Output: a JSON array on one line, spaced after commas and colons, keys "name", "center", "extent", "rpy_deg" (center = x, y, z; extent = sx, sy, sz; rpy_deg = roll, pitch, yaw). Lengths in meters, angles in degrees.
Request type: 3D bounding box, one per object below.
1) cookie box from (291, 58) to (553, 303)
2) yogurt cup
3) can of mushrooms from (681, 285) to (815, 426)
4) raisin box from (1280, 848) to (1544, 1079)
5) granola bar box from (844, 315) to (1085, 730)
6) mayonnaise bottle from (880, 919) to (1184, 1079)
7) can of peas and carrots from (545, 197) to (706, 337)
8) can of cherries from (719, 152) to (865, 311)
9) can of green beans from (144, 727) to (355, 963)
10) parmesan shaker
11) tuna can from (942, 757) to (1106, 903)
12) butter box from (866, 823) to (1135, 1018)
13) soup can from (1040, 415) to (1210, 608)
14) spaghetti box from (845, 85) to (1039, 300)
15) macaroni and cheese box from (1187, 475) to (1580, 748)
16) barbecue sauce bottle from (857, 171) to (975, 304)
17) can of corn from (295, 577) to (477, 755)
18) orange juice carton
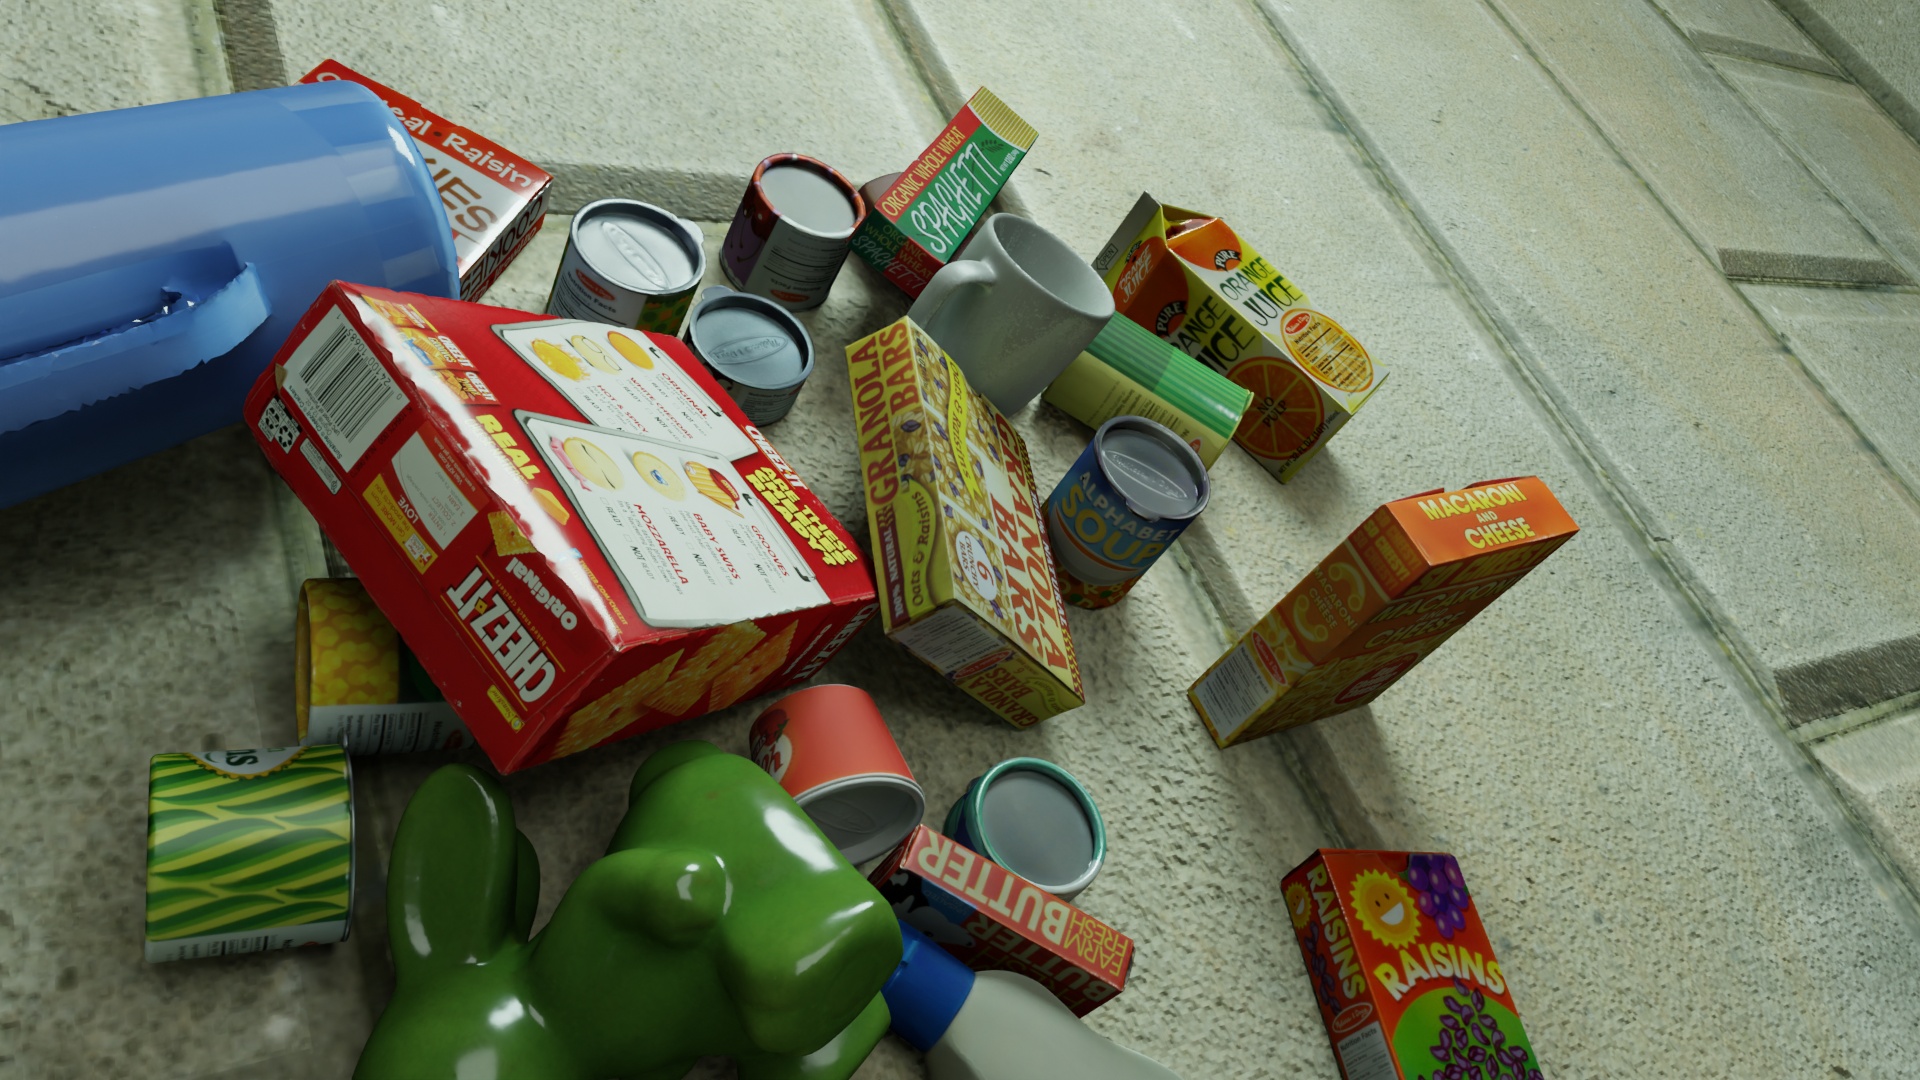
[{"name": "cookie box", "center": [-0.284, -0.146, 0.647], "extent": [0.123, 0.040, 0.168], "rpy_deg": [27, 45, -8]}, {"name": "yogurt cup", "center": [-0.054, 0.096, 0.567], "extent": [0.072, 0.072, 0.054], "rpy_deg": [2, 45, -29]}, {"name": "can of mushrooms", "center": [-0.112, -0.094, 0.711], "extent": [0.071, 0.033, 0.071], "rpy_deg": [16, 48, -18]}, {"name": "raisin box", "center": [0.209, 0.208, 0.645], "extent": [0.086, 0.039, 0.124], "rpy_deg": [7, 50, -25]}, {"name": "granola bar box", "center": [0.002, -0.008, 0.659], "extent": [0.124, 0.039, 0.166], "rpy_deg": [42, 30, -48]}, {"name": "mayonnaise bottle", "center": [0.025, 0.205, 0.538], "extent": [0.148, 0.041, 0.065], "rpy_deg": [36, 43, 2]}, {"name": "can of peas and carrots", "center": [-0.165, -0.127, 0.688], "extent": [0.071, 0.058, 0.071], "rpy_deg": [17, 47, -19]}, {"name": "can of cherries", "center": [-0.093, -0.173, 0.769], "extent": [0.071, 0.058, 0.072], "rpy_deg": [16, 48, -19]}, {"name": "can of green beans", "center": [-0.232, 0.101, 0.454], "extent": [0.058, 0.071, 0.071], "rpy_deg": [1, 54, -29]}, {"name": "parmesan shaker", "center": [0.108, -0.087, 0.807], "extent": [0.103, 0.071, 0.072], "rpy_deg": [31, 45, -4]}, {"name": "tuna can", "center": [0.028, 0.128, 0.608], "extent": [0.071, 0.032, 0.071], "rpy_deg": [16, 48, -19]}, {"name": "butter box", "center": [0.014, 0.157, 0.561], "extent": [0.103, 0.052, 0.024], "rpy_deg": [30, 47, -6]}, {"name": "soup can", "center": [0.078, -0.012, 0.718], "extent": [0.071, 0.083, 0.072], "rpy_deg": [16, 48, -18]}, {"name": "spaghetti box", "center": [-0.004, -0.209, 0.811], "extent": [0.050, 0.028, 0.251], "rpy_deg": [38, 34, -9]}, {"name": "macaroni and cheese box", "center": [0.207, 0.036, 0.696], "extent": [0.124, 0.165, 0.040], "rpy_deg": [-9, 59, -36]}, {"name": "barbecue sauce bottle", "center": [-0.004, -0.150, 0.814], "extent": [0.065, 0.043, 0.149], "rpy_deg": [-19, 66, -44]}, {"name": "can of corn", "center": [-0.211, 0.044, 0.513], "extent": [0.058, 0.070, 0.071], "rpy_deg": [0, 54, -30]}, {"name": "orange juice carton", "center": [0.169, -0.135, 0.884], "extent": [0.193, 0.071, 0.073], "rpy_deg": [44, 45, 8]}]
